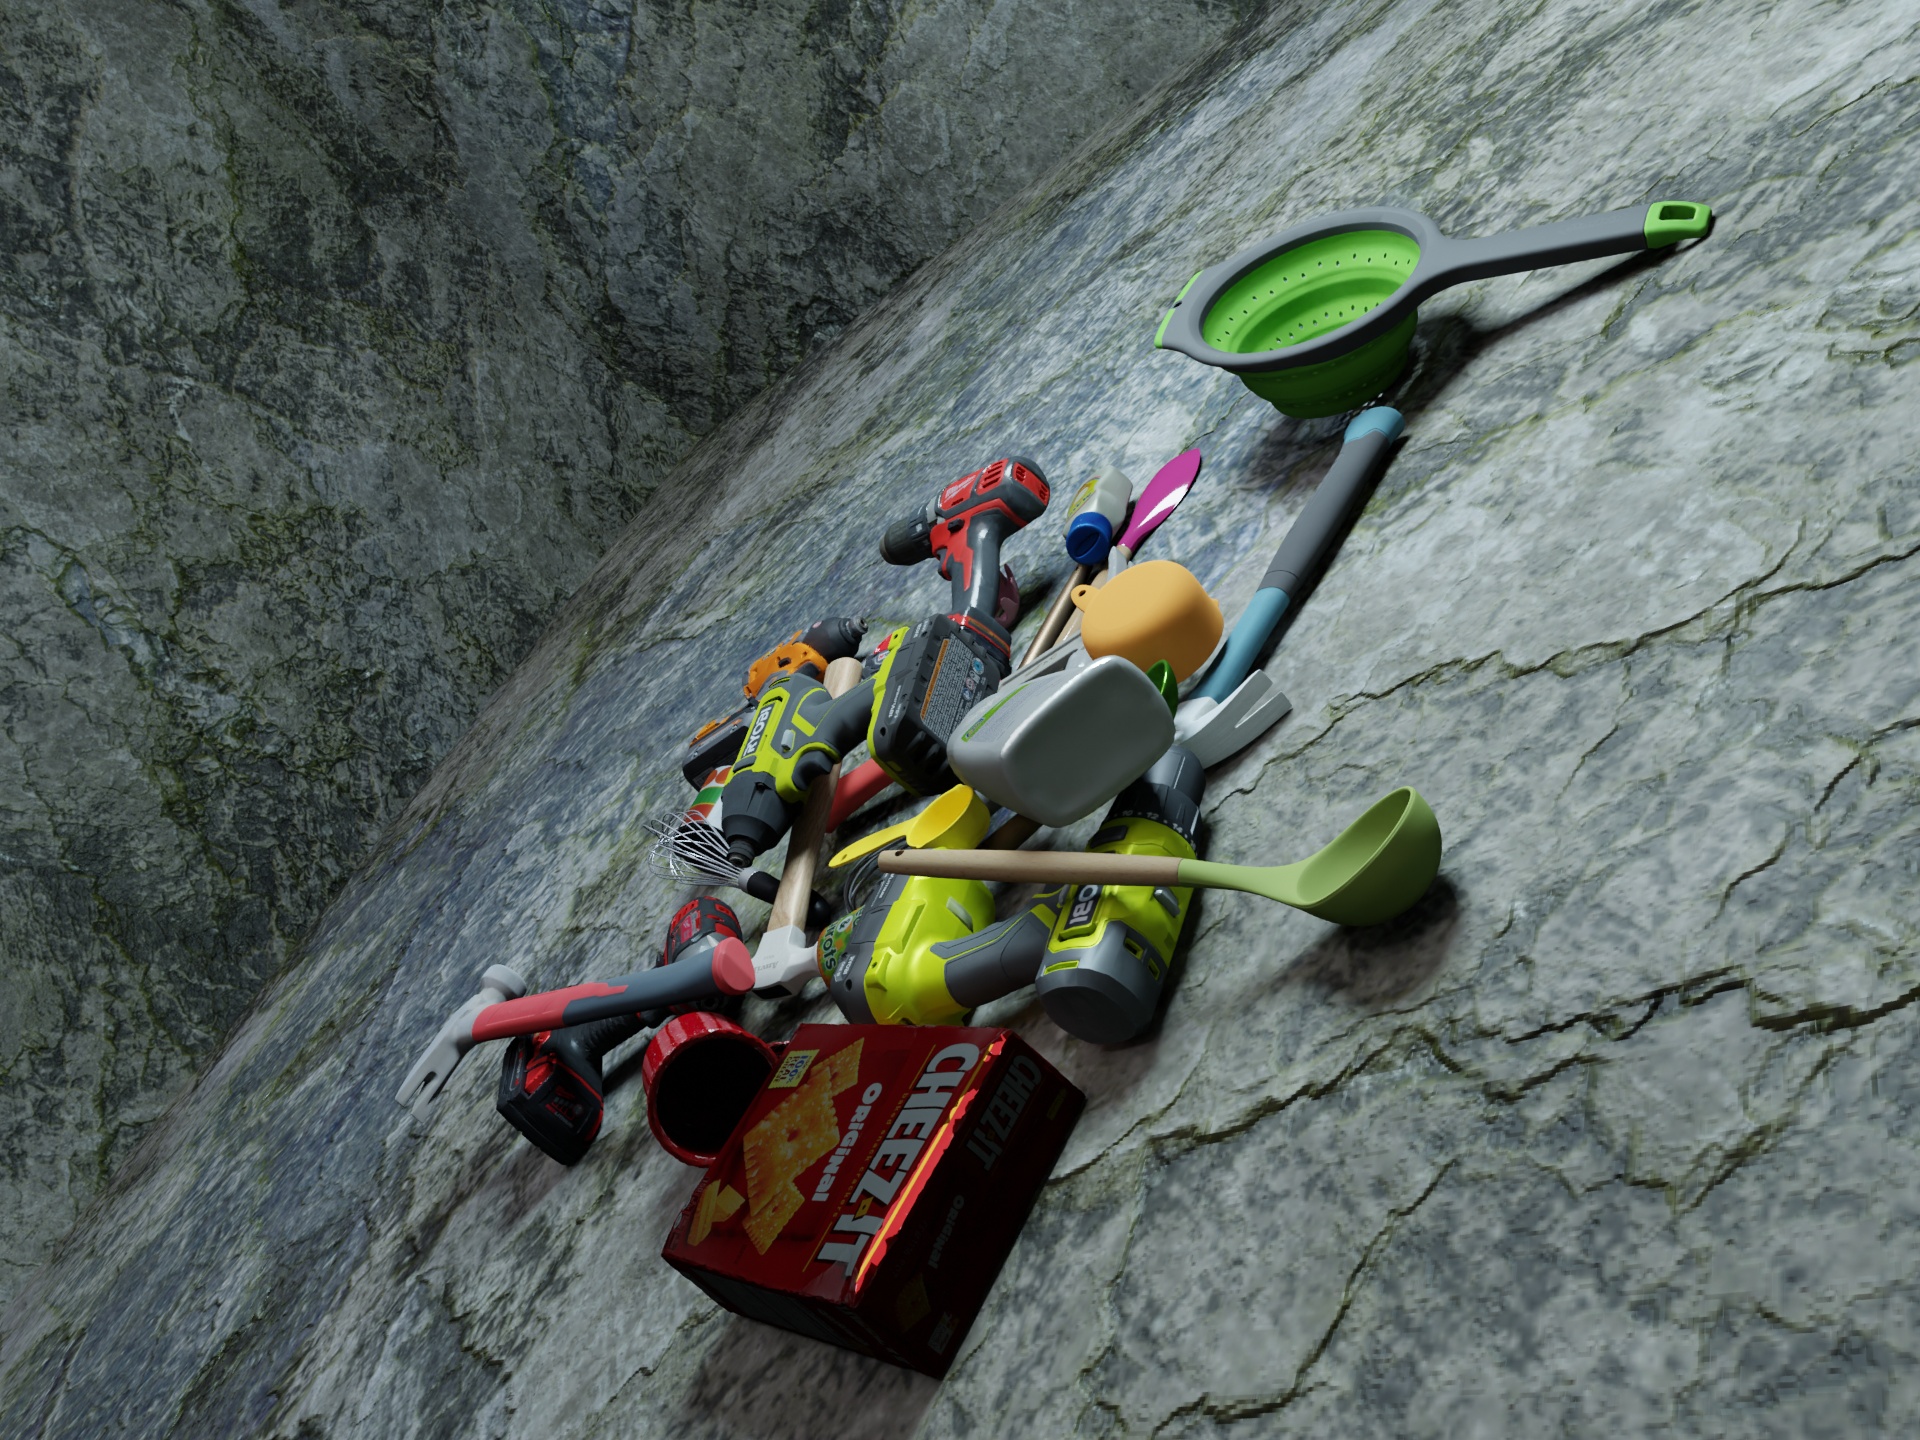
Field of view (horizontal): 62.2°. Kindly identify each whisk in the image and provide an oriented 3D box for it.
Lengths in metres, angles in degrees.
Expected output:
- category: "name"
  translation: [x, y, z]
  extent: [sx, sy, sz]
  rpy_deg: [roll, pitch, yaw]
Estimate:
- category: "whisk"
  translation: [-0.191, 0.128, 1.339]
  extent: [0.285, 0.070, 0.070]
  rpy_deg: [15, 61, 52]
- category: "whisk"
  translation: [0.006, 0.068, 1.130]
  extent: [0.239, 0.055, 0.055]
  rpy_deg: [-42, 21, 9]

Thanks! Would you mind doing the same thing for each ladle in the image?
- category: "ladle"
  translation: [0.088, 0.068, 0.826]
  extent: [0.320, 0.062, 0.078]
  rpy_deg: [-1, 29, 32]

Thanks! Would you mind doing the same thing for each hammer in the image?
- category: "hammer"
  translation: [-0.120, 0.077, 1.264]
  extent: [0.130, 0.031, 0.332]
  rpy_deg: [-20, 40, 28]
- category: "hammer"
  translation: [-0.294, 0.228, 1.211]
  extent: [0.386, 0.038, 0.143]
  rpy_deg: [-18, 30, 42]
- category: "hammer"
  translation: [-0.002, -0.004, 1.261]
  extent: [0.359, 0.036, 0.149]
  rpy_deg: [-33, 24, 38]
- category: "hammer"
  translation: [0.214, -0.092, 1.067]
  extent: [0.128, 0.033, 0.331]
  rpy_deg: [-12, 38, 57]

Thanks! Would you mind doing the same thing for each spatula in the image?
- category: "spatula"
  translation: [0.043, -0.021, 1.278]
  extent: [0.060, 0.018, 0.316]
  rpy_deg: [-21, 32, 49]

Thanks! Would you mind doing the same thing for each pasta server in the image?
- category: "pasta server"
  translation: [-0.060, -0.029, 1.462]
  extent: [0.316, 0.040, 0.060]
  rpy_deg: [-39, 39, 19]

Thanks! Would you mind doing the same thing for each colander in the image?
- category: "colander"
  translation: [0.342, -0.299, 1.170]
  extent: [0.397, 0.094, 0.205]
  rpy_deg: [-1, 45, 37]

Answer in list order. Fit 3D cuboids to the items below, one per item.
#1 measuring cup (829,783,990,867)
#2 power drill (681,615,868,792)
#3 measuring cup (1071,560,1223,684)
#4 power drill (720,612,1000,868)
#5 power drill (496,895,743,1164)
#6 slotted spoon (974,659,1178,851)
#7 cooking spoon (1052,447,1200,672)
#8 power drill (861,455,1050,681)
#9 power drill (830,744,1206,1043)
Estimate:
- category: "measuring cup"
  translation: [-0.037, 0.087, 1.095]
  extent: [0.156, 0.029, 0.062]
  rpy_deg: [-25, 24, 46]
- category: "power drill"
  translation: [-0.178, -0.021, 1.615]
  extent: [0.164, 0.084, 0.227]
  rpy_deg: [-32, 20, 31]
- category: "measuring cup"
  translation: [0.106, -0.079, 1.080]
  extent: [0.095, 0.052, 0.174]
  rpy_deg: [-43, 32, -3]
- category: "power drill"
  translation: [-0.086, 0.019, 1.193]
  extent: [0.223, 0.080, 0.171]
  rpy_deg: [-22, 38, 39]
- category: "power drill"
  translation: [-0.263, 0.245, 1.278]
  extent: [0.219, 0.078, 0.143]
  rpy_deg: [-41, 21, 3]
- category: "slotted spoon"
  translation: [0.039, 0.071, 1.048]
  extent: [0.313, 0.031, 0.070]
  rpy_deg: [-44, 20, 30]
- category: "cooking spoon"
  translation: [0.125, -0.124, 1.318]
  extent: [0.069, 0.017, 0.319]
  rpy_deg: [-20, 32, 51]
- category: "power drill"
  translation: [-0.017, -0.115, 1.392]
  extent: [0.188, 0.080, 0.227]
  rpy_deg: [-19, 47, 42]
- category: "power drill"
  translation: [0.043, 0.111, 0.946]
  extent: [0.228, 0.080, 0.191]
  rpy_deg: [-22, 32, 41]
